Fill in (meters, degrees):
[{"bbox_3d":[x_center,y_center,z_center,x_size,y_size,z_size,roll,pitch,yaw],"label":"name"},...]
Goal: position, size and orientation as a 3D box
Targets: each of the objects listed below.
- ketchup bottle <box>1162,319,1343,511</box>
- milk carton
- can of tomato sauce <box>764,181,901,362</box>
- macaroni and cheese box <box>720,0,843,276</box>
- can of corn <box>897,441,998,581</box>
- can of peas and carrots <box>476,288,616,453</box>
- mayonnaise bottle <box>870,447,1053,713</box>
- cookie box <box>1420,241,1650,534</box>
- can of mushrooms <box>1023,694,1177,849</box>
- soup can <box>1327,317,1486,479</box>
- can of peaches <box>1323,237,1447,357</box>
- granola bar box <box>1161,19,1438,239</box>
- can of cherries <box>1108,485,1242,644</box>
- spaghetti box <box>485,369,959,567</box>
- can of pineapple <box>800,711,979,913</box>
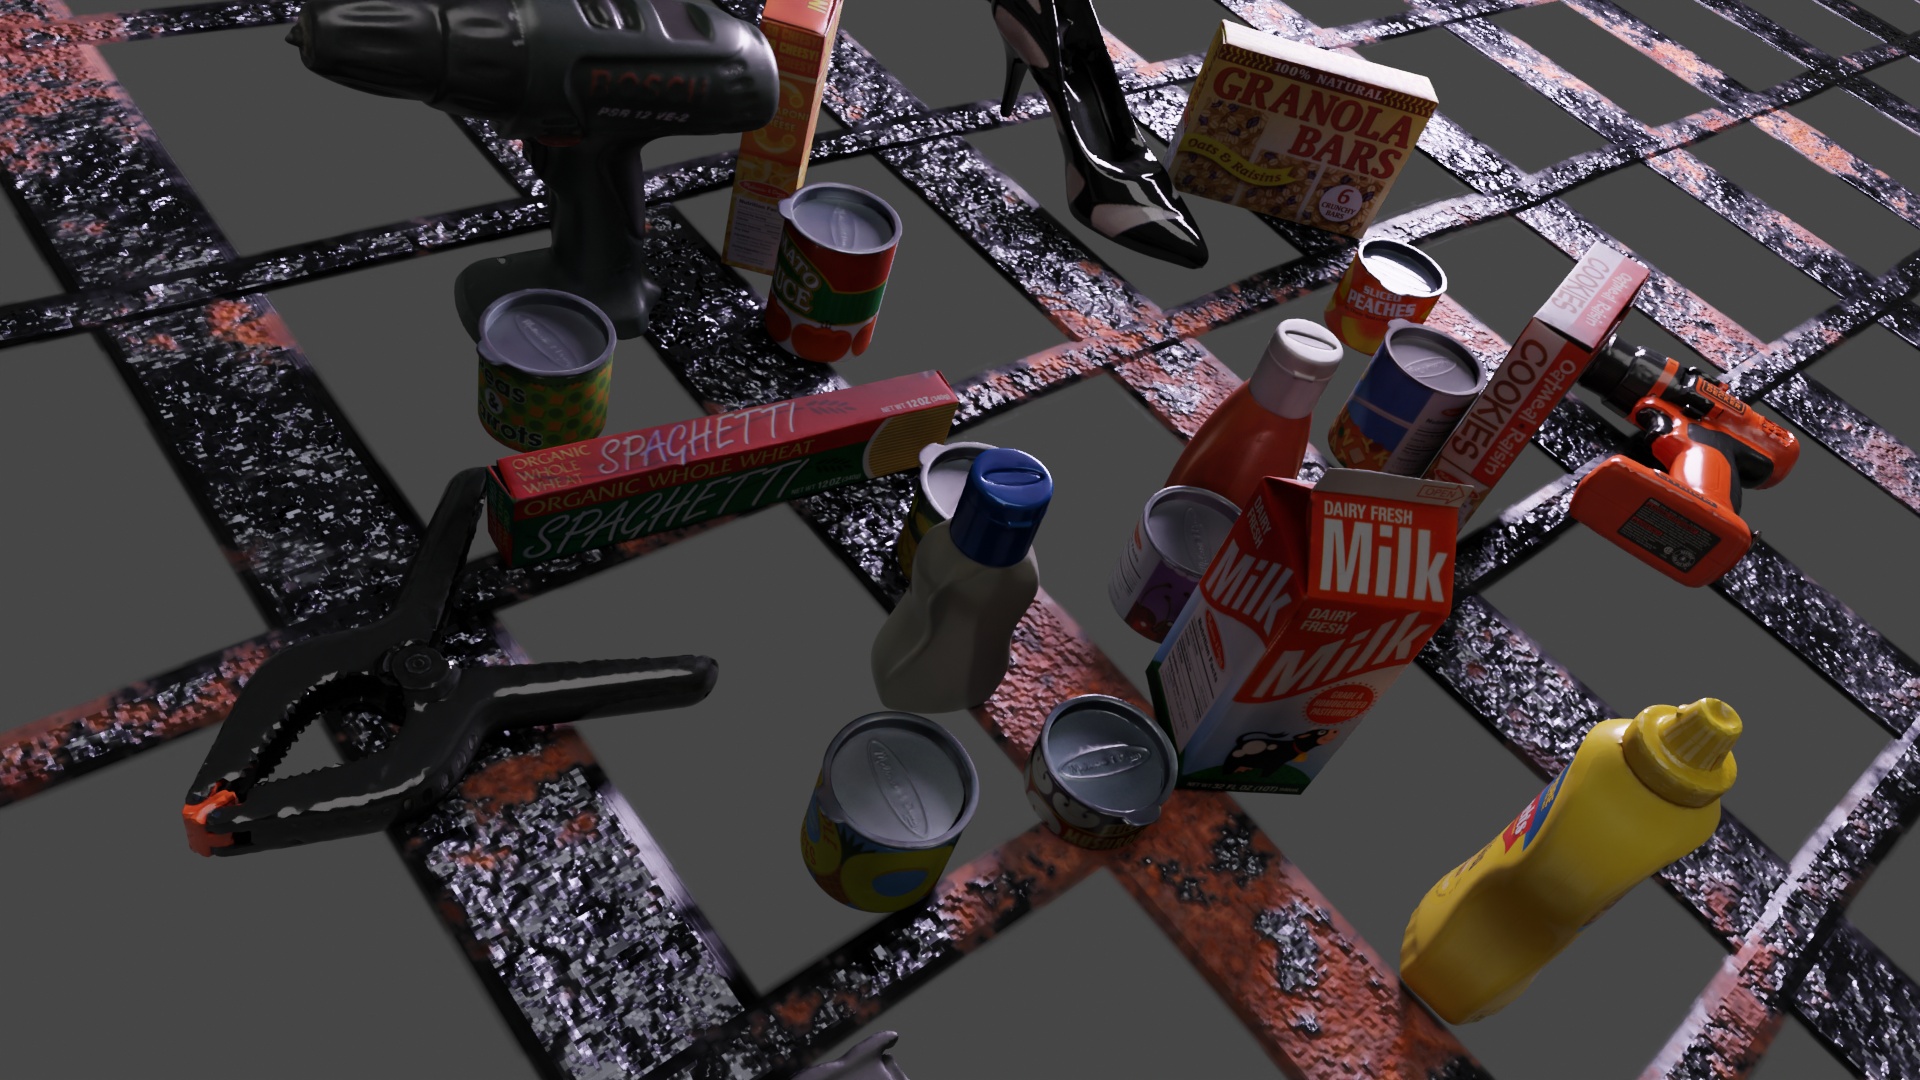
[{"bbox_3d":[0.158,-0.051,0.750,0.065,0.148,0.044,16,45,-5],"label":"ketchup bottle"},{"bbox_3d":[0.157,0.036,0.639,0.072,0.189,0.074,6,47,-15],"label":"milk carton"},{"bbox_3d":[-0.077,-0.155,0.810,0.071,0.082,0.071,10,46,-11],"label":"can of tomato sauce"},{"bbox_3d":[-0.106,-0.265,0.844,0.040,0.165,0.124,13,45,-8],"label":"macaroni and cheese box"},{"bbox_3d":[0.003,-0.009,0.718,0.071,0.058,0.071,10,46,-11],"label":"can of corn"},{"bbox_3d":[-0.214,-0.085,0.711,0.071,0.058,0.071,10,46,-11],"label":"can of peas and carrots"},{"bbox_3d":[0.004,0.022,0.627,0.065,0.147,0.041,-2,49,-21],"label":"mayonnaise bottle"},{"bbox_3d":[0.334,-0.084,0.832,0.040,0.166,0.123,36,47,15],"label":"cookie box"},{"bbox_3d":[0.065,0.110,0.647,0.071,0.033,0.071,10,46,-11],"label":"can of mushrooms"},{"bbox_3d":[0.276,-0.085,0.871,0.071,0.083,0.072,10,46,-11],"label":"soup can"},{"bbox_3d":[0.297,-0.169,0.975,0.071,0.057,0.071,10,46,-11],"label":"can of peaches"},{"bbox_3d":[0.250,-0.305,1.040,0.166,0.123,0.039,12,45,-9],"label":"granola bar box"},{"bbox_3d":[0.121,0.015,0.738,0.071,0.058,0.072,10,46,-11],"label":"can of cherries"},{"bbox_3d":[-0.115,-0.040,0.711,0.251,0.049,0.029,-16,56,-31],"label":"spaghetti box"},{"bbox_3d":[-0.033,0.115,0.589,0.071,0.057,0.071,10,46,-11],"label":"can of pineapple"}]
